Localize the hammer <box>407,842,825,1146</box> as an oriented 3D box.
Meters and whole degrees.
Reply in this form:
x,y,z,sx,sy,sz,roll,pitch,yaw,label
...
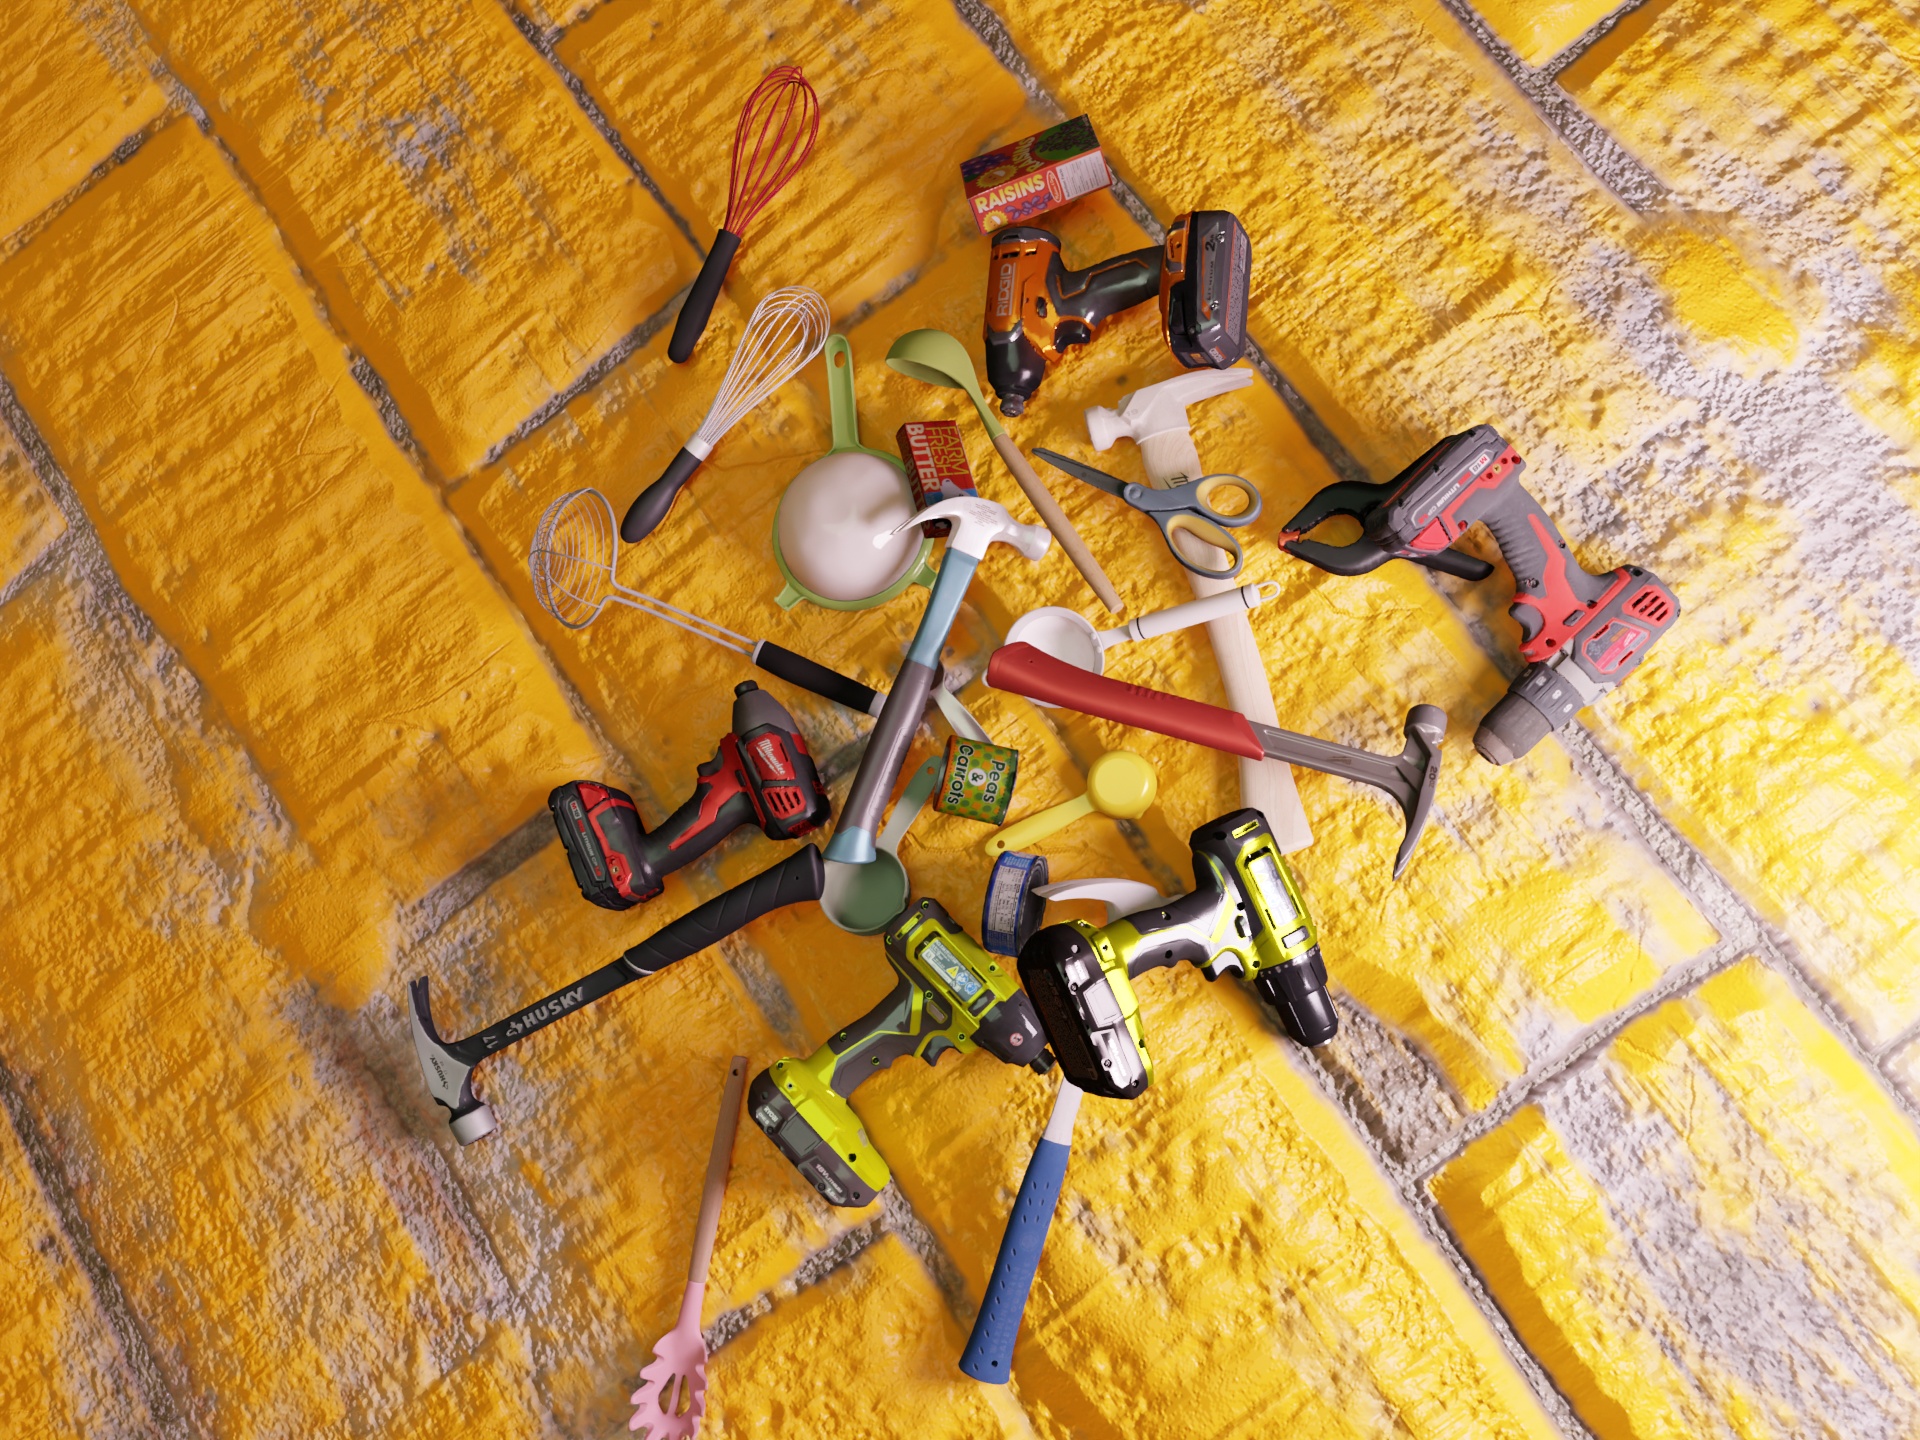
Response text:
x,y,z,sx,sy,sz,roll,pitch,yaw,label
-0.291,0.209,1.347,0.409,0.036,0.149,-29,87,11,hammer

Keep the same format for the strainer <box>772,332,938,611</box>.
x,y,z,sx,sy,sz,roll,pitch,yaw,label
-0.106,-0.227,1.396,0.151,0.069,0.256,-7,80,12,strainer

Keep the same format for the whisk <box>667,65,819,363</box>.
x,y,z,sx,sy,sz,roll,pitch,yaw,label
-0.205,-0.467,1.471,0.073,0.073,0.296,24,91,16,whisk

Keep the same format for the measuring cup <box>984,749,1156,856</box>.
x,y,z,sx,sy,sz,roll,pitch,yaw,label
0.088,0.074,1.317,0.156,0.029,0.062,-27,75,5,measuring cup

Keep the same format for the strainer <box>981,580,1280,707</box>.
x,y,z,sx,sy,sz,roll,pitch,yaw,label
0.139,-0.072,1.303,0.258,0.050,0.087,-16,101,25,strainer

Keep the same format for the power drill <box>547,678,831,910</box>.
x,y,z,sx,sy,sz,roll,pitch,yaw,label
-0.232,0.064,1.371,0.219,0.078,0.143,-25,76,5,power drill

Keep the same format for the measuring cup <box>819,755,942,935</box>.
x,y,z,sx,sy,sz,roll,pitch,yaw,label
-0.057,0.106,1.346,0.083,0.038,0.168,25,75,19,measuring cup

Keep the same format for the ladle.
x,y,z,sx,sy,sz,roll,pitch,yaw,label
0.037,-0.209,1.336,0.062,0.078,0.320,-38,69,16,ladle

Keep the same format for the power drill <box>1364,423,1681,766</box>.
x,y,z,sx,sy,sz,roll,pitch,yaw,label
0.417,-0.095,1.231,0.188,0.080,0.226,-45,91,2,power drill

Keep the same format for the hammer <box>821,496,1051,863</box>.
x,y,z,sx,sy,sz,roll,pitch,yaw,label
-0.037,-0.033,1.327,0.128,0.033,0.331,23,83,-18,hammer

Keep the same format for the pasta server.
x,y,z,sx,sy,sz,roll,pitch,yaw,label
-0.214,0.437,1.317,0.060,0.040,0.316,10,81,2,pasta server

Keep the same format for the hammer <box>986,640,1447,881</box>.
x,y,z,sx,sy,sz,roll,pitch,yaw,label
0.190,0.011,1.245,0.359,0.036,0.149,15,57,15,hammer

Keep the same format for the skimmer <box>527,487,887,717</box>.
x,y,z,sx,sy,sz,roll,pitch,yaw,label
-0.225,-0.093,1.416,0.363,0.090,0.127,24,109,5,skimmer

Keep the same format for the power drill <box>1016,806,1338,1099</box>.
x,y,z,sx,sy,sz,roll,pitch,yaw,label
0.175,0.194,1.207,0.228,0.080,0.190,-24,90,-24,power drill

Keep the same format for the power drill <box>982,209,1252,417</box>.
x,y,z,sx,sy,sz,roll,pitch,yaw,label
0.124,-0.341,1.346,0.226,0.084,0.164,2,81,27,power drill

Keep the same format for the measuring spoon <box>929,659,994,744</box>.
x,y,z,sx,sy,sz,roll,pitch,yaw,label
-0.002,-0.004,1.364,0.034,0.018,0.124,-38,81,4,measuring spoon

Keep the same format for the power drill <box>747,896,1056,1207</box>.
x,y,z,sx,sy,sz,roll,pitch,yaw,label
-0.046,0.278,1.287,0.223,0.080,0.171,-44,81,-1,power drill

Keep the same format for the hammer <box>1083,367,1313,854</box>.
x,y,z,sx,sy,sz,roll,pitch,yaw,label
0.225,-0.093,1.314,0.146,0.038,0.411,-17,77,8,hammer

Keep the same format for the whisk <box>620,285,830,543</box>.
x,y,z,sx,sy,sz,roll,pitch,yaw,label
-0.217,-0.272,1.439,0.070,0.070,0.284,41,96,16,whisk

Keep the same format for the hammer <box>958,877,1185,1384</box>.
x,y,z,sx,sy,sz,roll,pitch,yaw,label
0.073,0.318,1.251,0.144,0.035,0.405,18,89,-21,hammer
